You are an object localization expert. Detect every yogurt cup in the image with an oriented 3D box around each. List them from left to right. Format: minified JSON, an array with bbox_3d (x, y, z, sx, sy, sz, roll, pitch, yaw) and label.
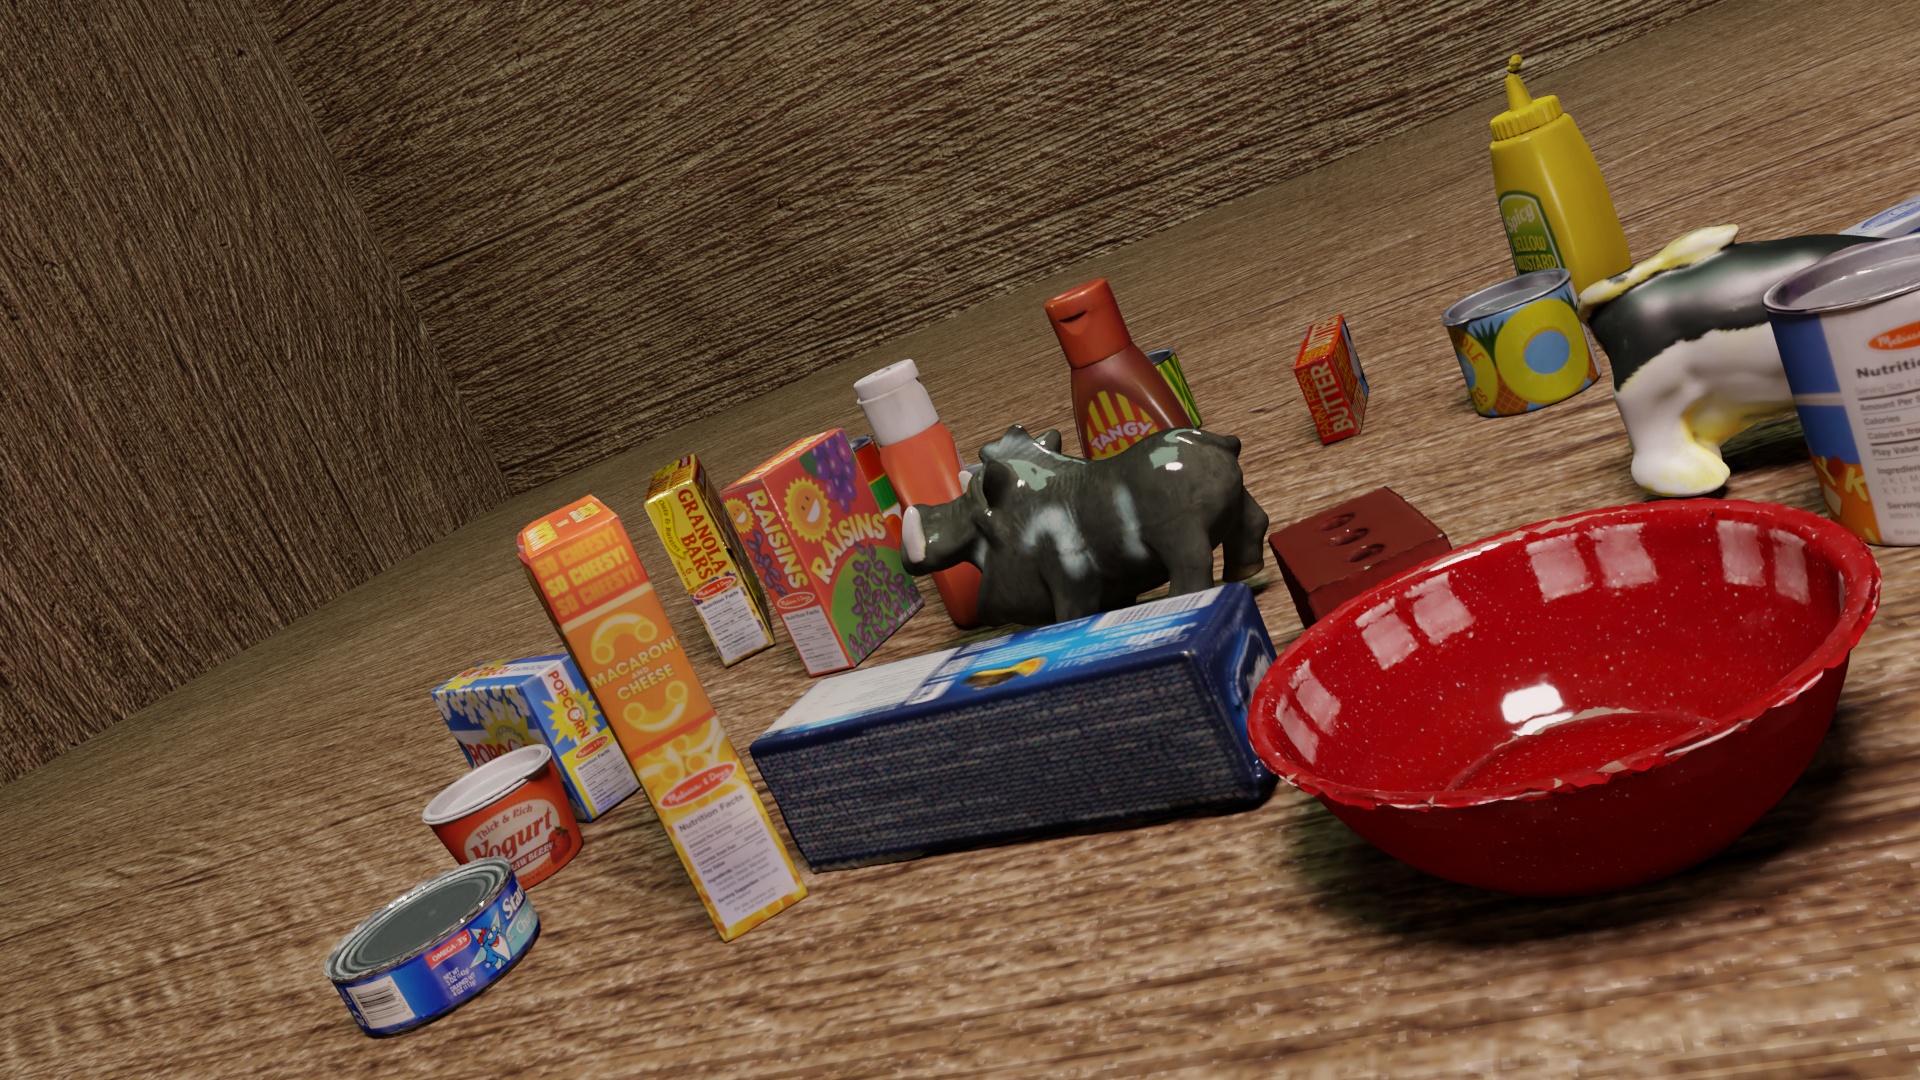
[{"bbox_3d":[-0.227,0.143,0.700,0.072,0.054,0.072,-23,13,6],"label":"yogurt cup"}]

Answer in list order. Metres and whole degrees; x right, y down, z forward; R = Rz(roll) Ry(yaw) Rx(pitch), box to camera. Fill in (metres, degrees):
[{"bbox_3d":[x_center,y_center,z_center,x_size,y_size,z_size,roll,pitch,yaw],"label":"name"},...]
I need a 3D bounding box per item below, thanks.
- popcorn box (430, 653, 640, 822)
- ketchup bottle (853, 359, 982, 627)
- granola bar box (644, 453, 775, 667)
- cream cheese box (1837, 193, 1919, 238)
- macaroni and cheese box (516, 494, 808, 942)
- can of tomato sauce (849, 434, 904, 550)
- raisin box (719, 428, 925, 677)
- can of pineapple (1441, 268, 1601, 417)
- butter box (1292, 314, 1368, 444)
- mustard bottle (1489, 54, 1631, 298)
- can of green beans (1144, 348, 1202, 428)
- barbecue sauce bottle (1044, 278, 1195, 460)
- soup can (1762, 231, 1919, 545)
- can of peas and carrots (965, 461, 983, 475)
[{"bbox_3d":[-0.240,0.111,0.781,0.126,0.085,0.038,-10,19,48],"label":"popcorn box"},{"bbox_3d":[-0.014,-0.027,0.781,0.043,0.148,0.065,-24,13,3],"label":"ketchup bottle"},{"bbox_3d":[-0.177,0.009,0.983,0.039,0.124,0.166,-26,13,-5],"label":"granola bar box"},{"bbox_3d":[0.405,-0.115,0.593,0.104,0.053,0.024,-25,13,-4],"label":"cream cheese box"},{"bbox_3d":[-0.127,0.067,0.573,0.040,0.166,0.124,-28,13,-15],"label":"macaroni and cheese box"},{"bbox_3d":[-0.078,-0.028,1.046,0.071,0.083,0.071,-23,13,6],"label":"can of tomato sauce"},{"bbox_3d":[-0.080,0.006,0.826,0.040,0.123,0.086,-15,16,36],"label":"raisin box"},{"bbox_3d":[0.295,-0.104,0.735,0.071,0.057,0.071,-23,13,6],"label":"can of pineapple"},{"bbox_3d":[0.228,-0.100,0.849,0.024,0.053,0.104,-18,14,25],"label":"butter box"},{"bbox_3d":[0.352,-0.212,0.835,0.049,0.160,0.065,-27,13,-9],"label":"mustard bottle"},{"bbox_3d":[0.134,-0.099,1.003,0.071,0.057,0.071,-23,13,6],"label":"can of green beans"},{"bbox_3d":[0.091,-0.067,0.753,0.064,0.148,0.044,-18,14,28],"label":"barbecue sauce bottle"},{"bbox_3d":[0.306,-0.050,0.448,0.071,0.083,0.071,-23,13,6],"label":"soup can"},{"bbox_3d":[0.003,-0.011,0.887,0.071,0.058,0.071,-23,13,6],"label":"can of peas and carrots"}]
